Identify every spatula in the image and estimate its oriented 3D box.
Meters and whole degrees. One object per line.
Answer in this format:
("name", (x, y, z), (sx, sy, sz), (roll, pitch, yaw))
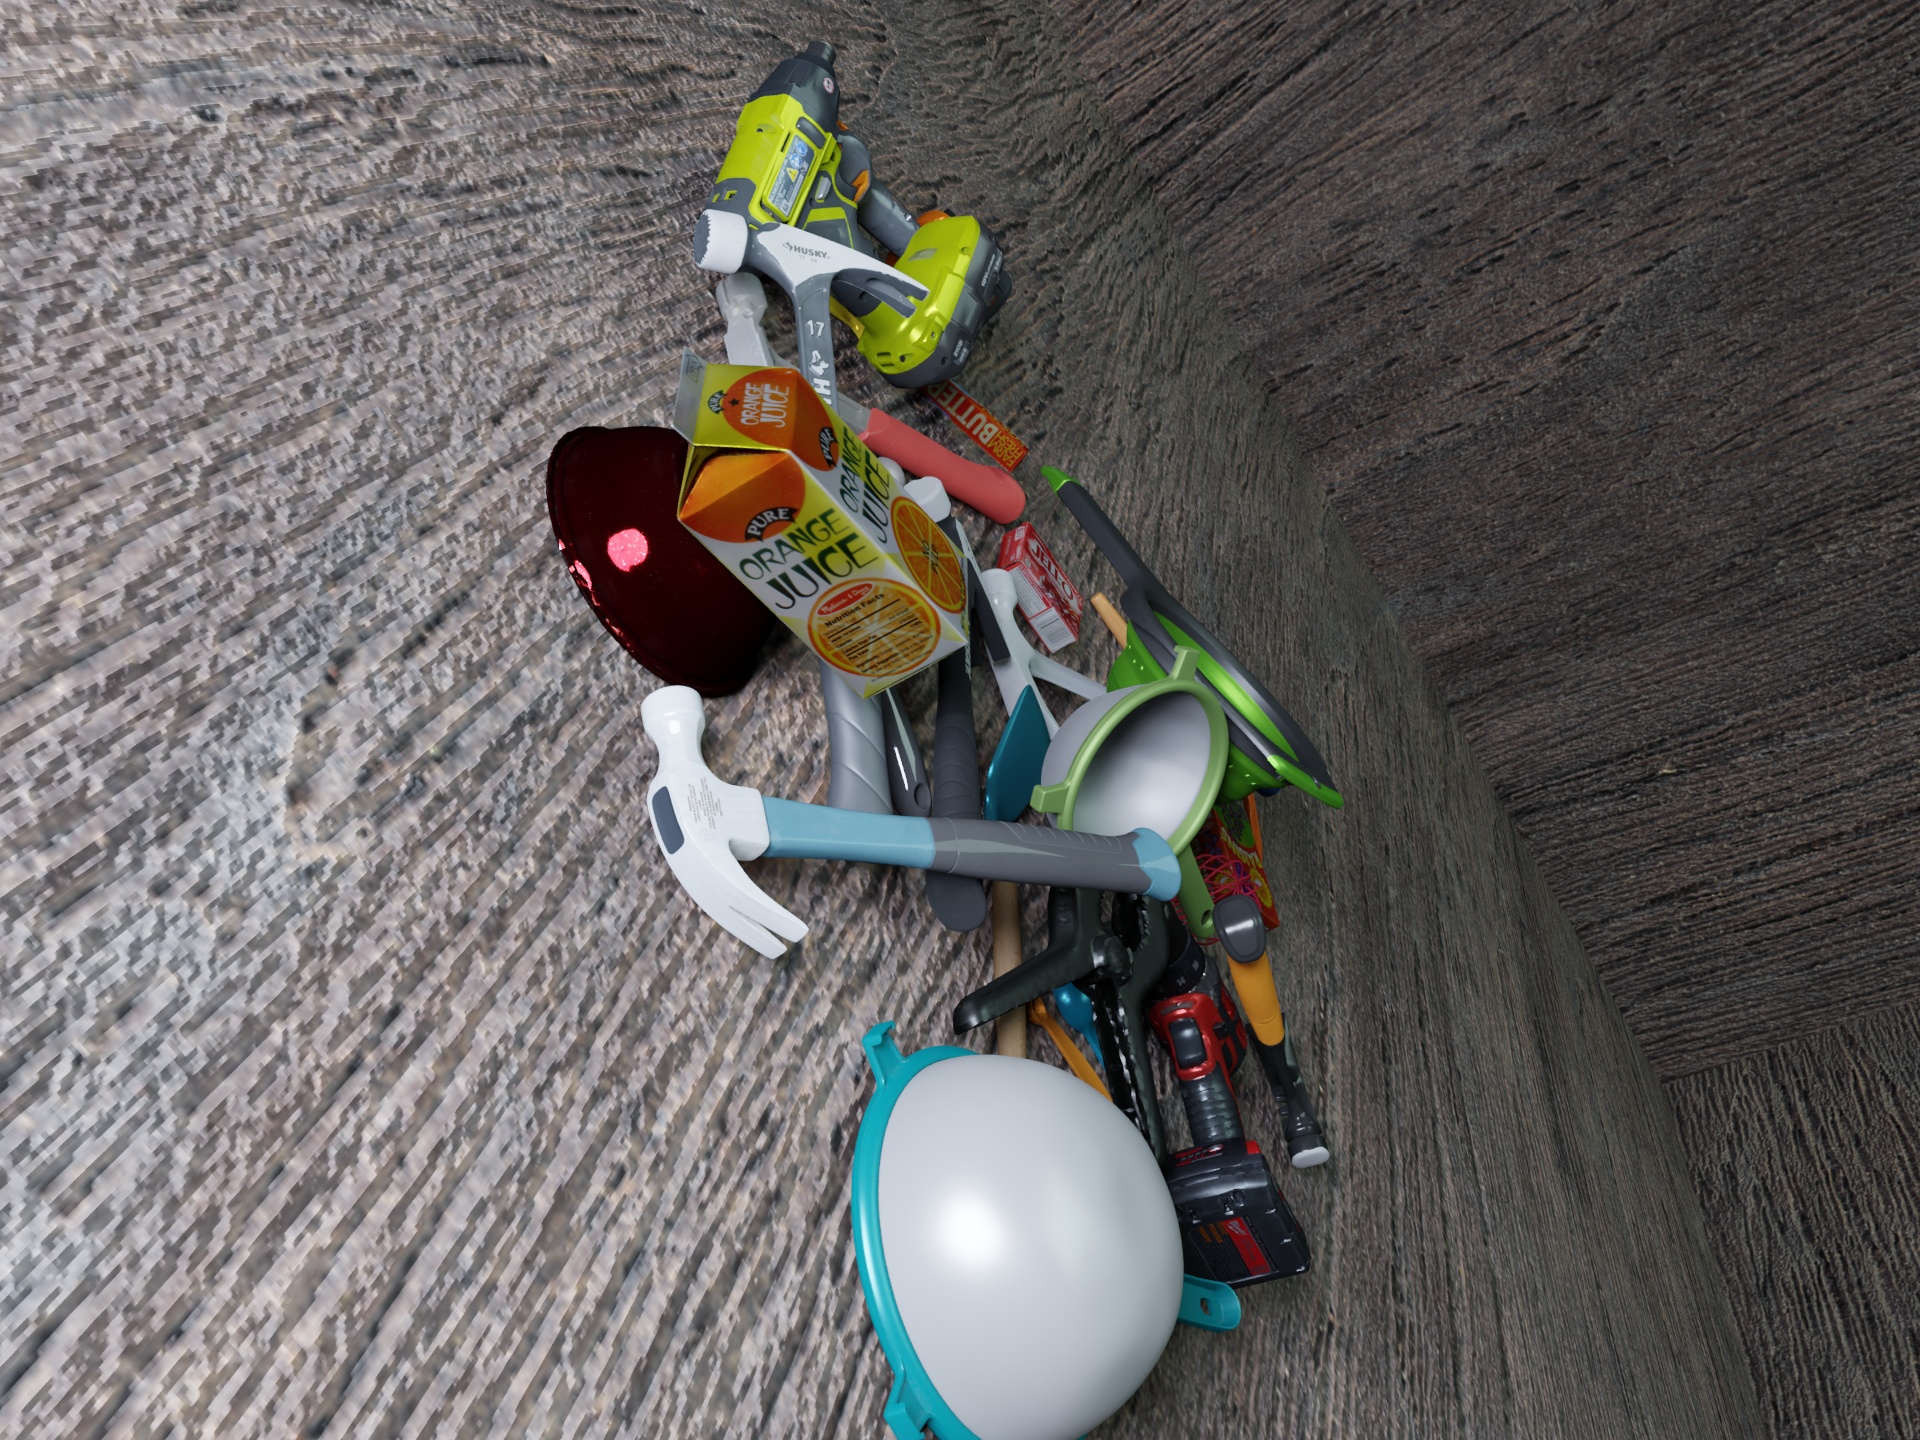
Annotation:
("spatula", (0.039, 0.117, 0.996), (0.082, 0.044, 0.318), (69, 14, -45))
("spatula", (0.213, 0.013, 1.506), (0.322, 0.041, 0.081), (52, 24, -13))

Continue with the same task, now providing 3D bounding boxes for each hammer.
("hammer", (-0.002, -0.003, 0.994), (0.335, 0.035, 0.146), (-91, 162, -48))
("hammer", (-0.047, -0.198, 1.170), (0.358, 0.036, 0.149), (18, 49, -59))
("hammer", (0.156, 0.002, 1.317), (0.405, 0.035, 0.144), (23, 45, -46))
("hammer", (-0.009, 0.064, 0.834), (0.330, 0.033, 0.128), (10, 54, -38))
("hammer", (0.221, 0.211, 1.156), (0.336, 0.034, 0.127), (64, 11, -52))
("hammer", (-0.071, -0.114, 0.935), (0.149, 0.036, 0.409), (4, 67, -28))

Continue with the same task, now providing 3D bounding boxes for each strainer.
("strainer", (0.086, 0.277, 0.828), (0.340, 0.095, 0.211), (32, 41, -43))
("strainer", (0.123, 0.065, 1.096), (0.069, 0.151, 0.256), (32, -20, 42))

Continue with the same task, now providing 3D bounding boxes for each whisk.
("whisk", (0.155, 0.149, 1.197), (0.295, 0.073, 0.073), (-8, 72, -59))
("whisk", (-0.060, -0.049, 0.973), (0.055, 0.055, 0.239), (3, 66, -64))

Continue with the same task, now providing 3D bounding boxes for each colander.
("colander", (0.136, -0.054, 1.234), (0.204, 0.094, 0.398), (27, 24, -47))

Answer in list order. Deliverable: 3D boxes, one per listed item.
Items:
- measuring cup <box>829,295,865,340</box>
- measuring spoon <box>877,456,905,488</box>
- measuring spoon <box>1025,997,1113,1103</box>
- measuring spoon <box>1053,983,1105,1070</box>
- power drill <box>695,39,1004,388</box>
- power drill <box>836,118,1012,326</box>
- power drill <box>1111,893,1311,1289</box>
("measuring cup", (-0.086, -0.326, 1.230), (0.156, 0.029, 0.062), (17, 50, -63))
("measuring spoon", (-0.061, -0.132, 1.049), (0.124, 0.018, 0.034), (-64, 148, -43))
("measuring spoon", (0.069, 0.216, 1.001), (0.116, 0.011, 0.021), (56, 24, -24))
("measuring spoon", (0.102, 0.216, 1.047), (0.128, 0.021, 0.042), (58, 24, -8))
("power drill", (-0.073, -0.356, 1.141), (0.223, 0.080, 0.171), (33, 72, -44))
("power drill", (-0.071, -0.418, 1.288), (0.226, 0.084, 0.164), (33, 18, -43))
("power drill", (0.151, 0.232, 1.034), (0.227, 0.080, 0.187), (-94, 160, -48))
